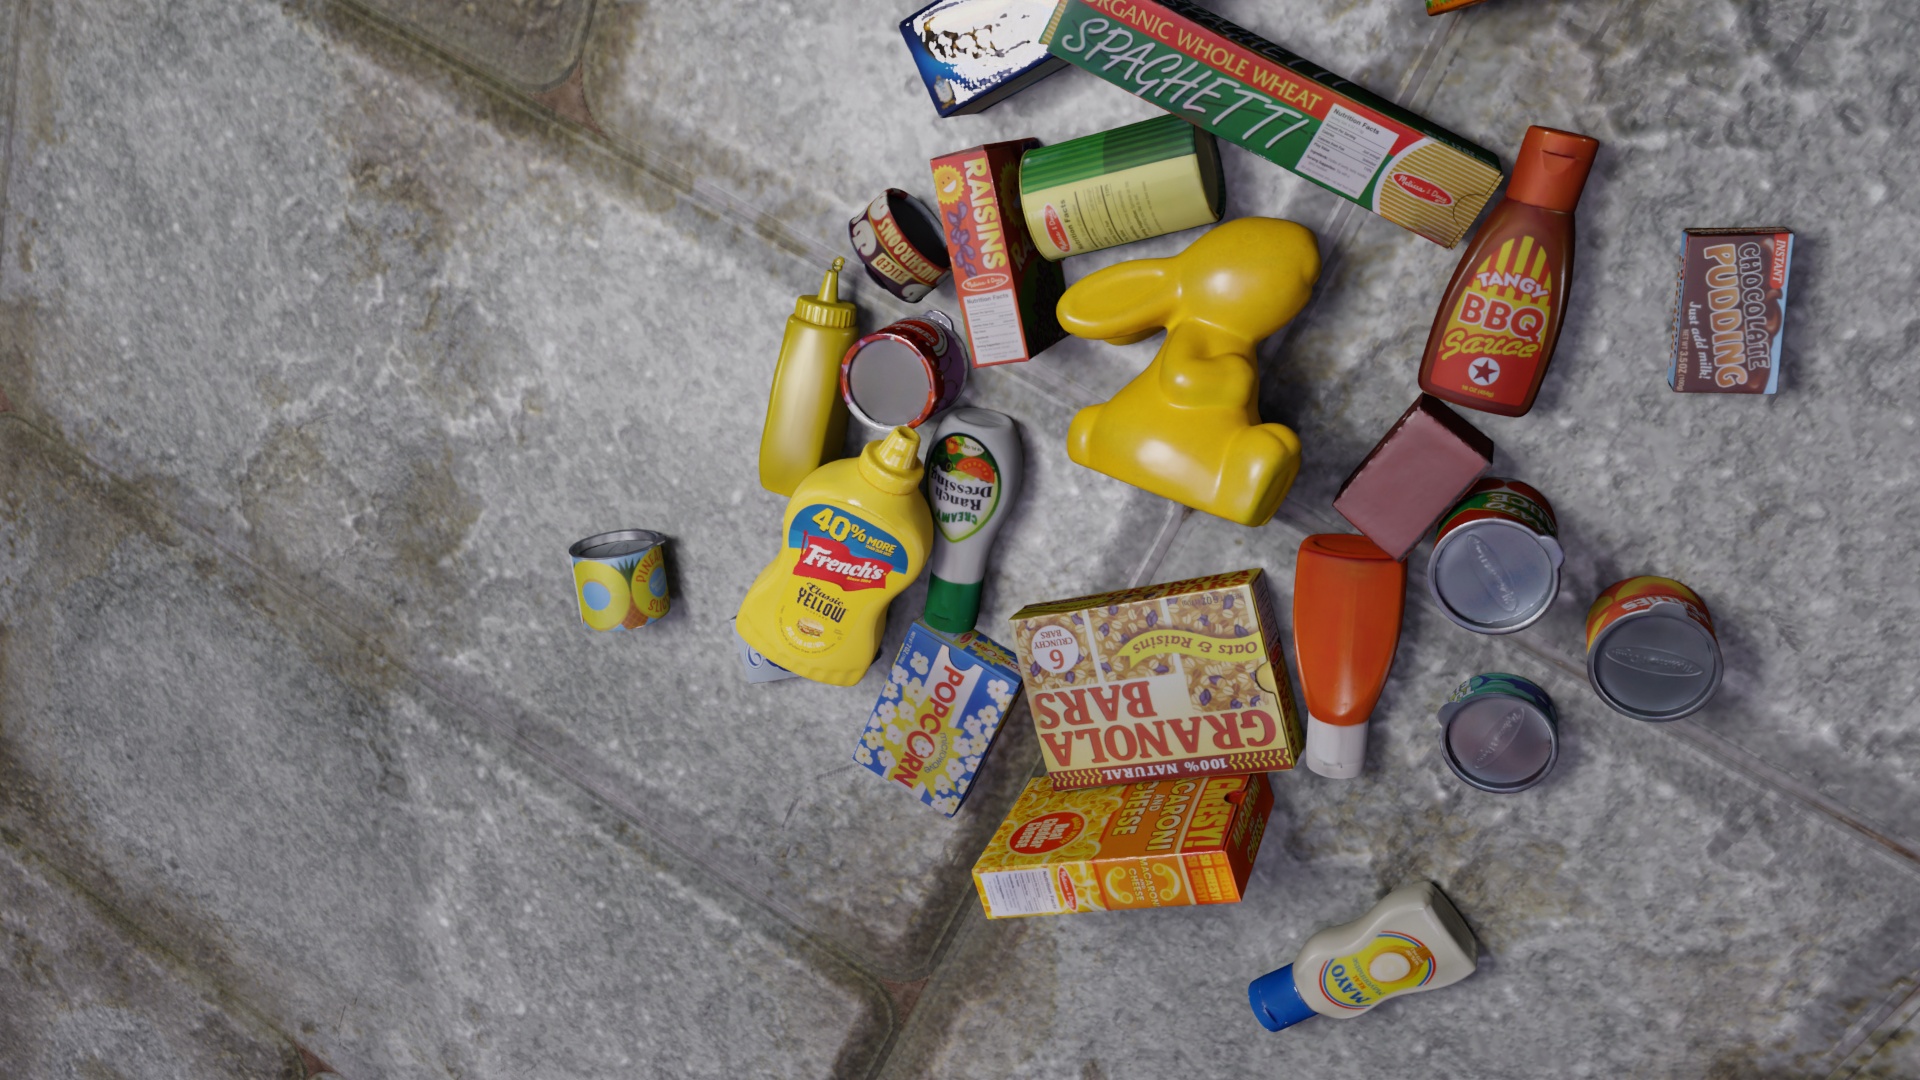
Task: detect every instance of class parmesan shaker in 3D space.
[{"bbox_3d":[0.095,-0.202,0.798,0.103,0.071,0.071,-8,105,24],"label":"parmesan shaker"}]

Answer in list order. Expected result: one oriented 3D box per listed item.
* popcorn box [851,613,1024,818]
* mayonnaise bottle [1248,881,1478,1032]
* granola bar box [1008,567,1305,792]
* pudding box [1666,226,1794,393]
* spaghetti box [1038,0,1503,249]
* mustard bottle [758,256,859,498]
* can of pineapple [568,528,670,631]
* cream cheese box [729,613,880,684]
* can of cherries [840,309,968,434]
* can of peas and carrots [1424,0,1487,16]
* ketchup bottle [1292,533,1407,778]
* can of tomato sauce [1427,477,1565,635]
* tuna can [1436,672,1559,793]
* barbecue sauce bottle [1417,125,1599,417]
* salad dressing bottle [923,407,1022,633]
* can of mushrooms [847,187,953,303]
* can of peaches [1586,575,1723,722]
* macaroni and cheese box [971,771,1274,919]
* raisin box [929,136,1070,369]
[{"bbox_3d":[-0.013,0.121,0.969,0.085,0.038,0.126,30,117,12],"label":"popcorn box"},{"bbox_3d":[0.258,0.279,0.909,0.147,0.041,0.064,-36,94,28],"label":"mayonnaise bottle"},{"bbox_3d":[0.125,0.093,0.898,0.165,0.039,0.124,-11,100,25],"label":"granola bar box"},{"bbox_3d":[0.398,-0.119,0.719,0.049,0.030,0.083,4,109,20],"label":"pudding box"},{"bbox_3d":[0.165,-0.233,0.737,0.250,0.029,0.050,25,128,-4],"label":"spaghetti box"},{"bbox_3d":[-0.096,-0.109,0.911,0.049,0.065,0.159,15,108,8],"label":"mustard bottle"},{"bbox_3d":[-0.248,0.029,1.019,0.071,0.071,0.057,2,109,22],"label":"can of pineapple"},{"bbox_3d":[-0.112,0.070,1.001,0.103,0.024,0.053,-11,102,25],"label":"cream cheese box"},{"bbox_3d":[-0.035,-0.109,0.887,0.071,0.058,0.071,8,111,20],"label":"can of cherries"},{"bbox_3d":[0.258,-0.300,0.693,0.071,0.071,0.058,-11,104,26],"label":"can of peas and carrots"},{"bbox_3d":[0.233,0.072,0.846,0.065,0.044,0.148,7,111,21],"label":"ketchup bottle"},{"bbox_3d":[0.299,0.005,0.773,0.071,0.083,0.071,7,111,20],"label":"can of tomato sauce"},{"bbox_3d":[0.320,0.113,0.831,0.071,0.033,0.070,7,111,20],"label":"tuna can"},{"bbox_3d":[0.298,-0.144,0.744,0.065,0.044,0.147,18,114,15],"label":"barbecue sauce bottle"},{"bbox_3d":[0.003,-0.011,0.913,0.064,0.044,0.147,16,114,19],"label":"salad dressing bottle"},{"bbox_3d":[-0.035,-0.181,0.855,0.033,0.071,0.071,-35,93,27],"label":"can of mushrooms"},{"bbox_3d":[0.384,0.057,0.770,0.071,0.058,0.071,7,110,21],"label":"can of peaches"},{"bbox_3d":[0.107,0.189,0.894,0.166,0.124,0.040,-12,105,25],"label":"macaroni and cheese box"},{"bbox_3d":[0.027,-0.172,0.823,0.040,0.086,0.123,-5,106,26],"label":"raisin box"}]
